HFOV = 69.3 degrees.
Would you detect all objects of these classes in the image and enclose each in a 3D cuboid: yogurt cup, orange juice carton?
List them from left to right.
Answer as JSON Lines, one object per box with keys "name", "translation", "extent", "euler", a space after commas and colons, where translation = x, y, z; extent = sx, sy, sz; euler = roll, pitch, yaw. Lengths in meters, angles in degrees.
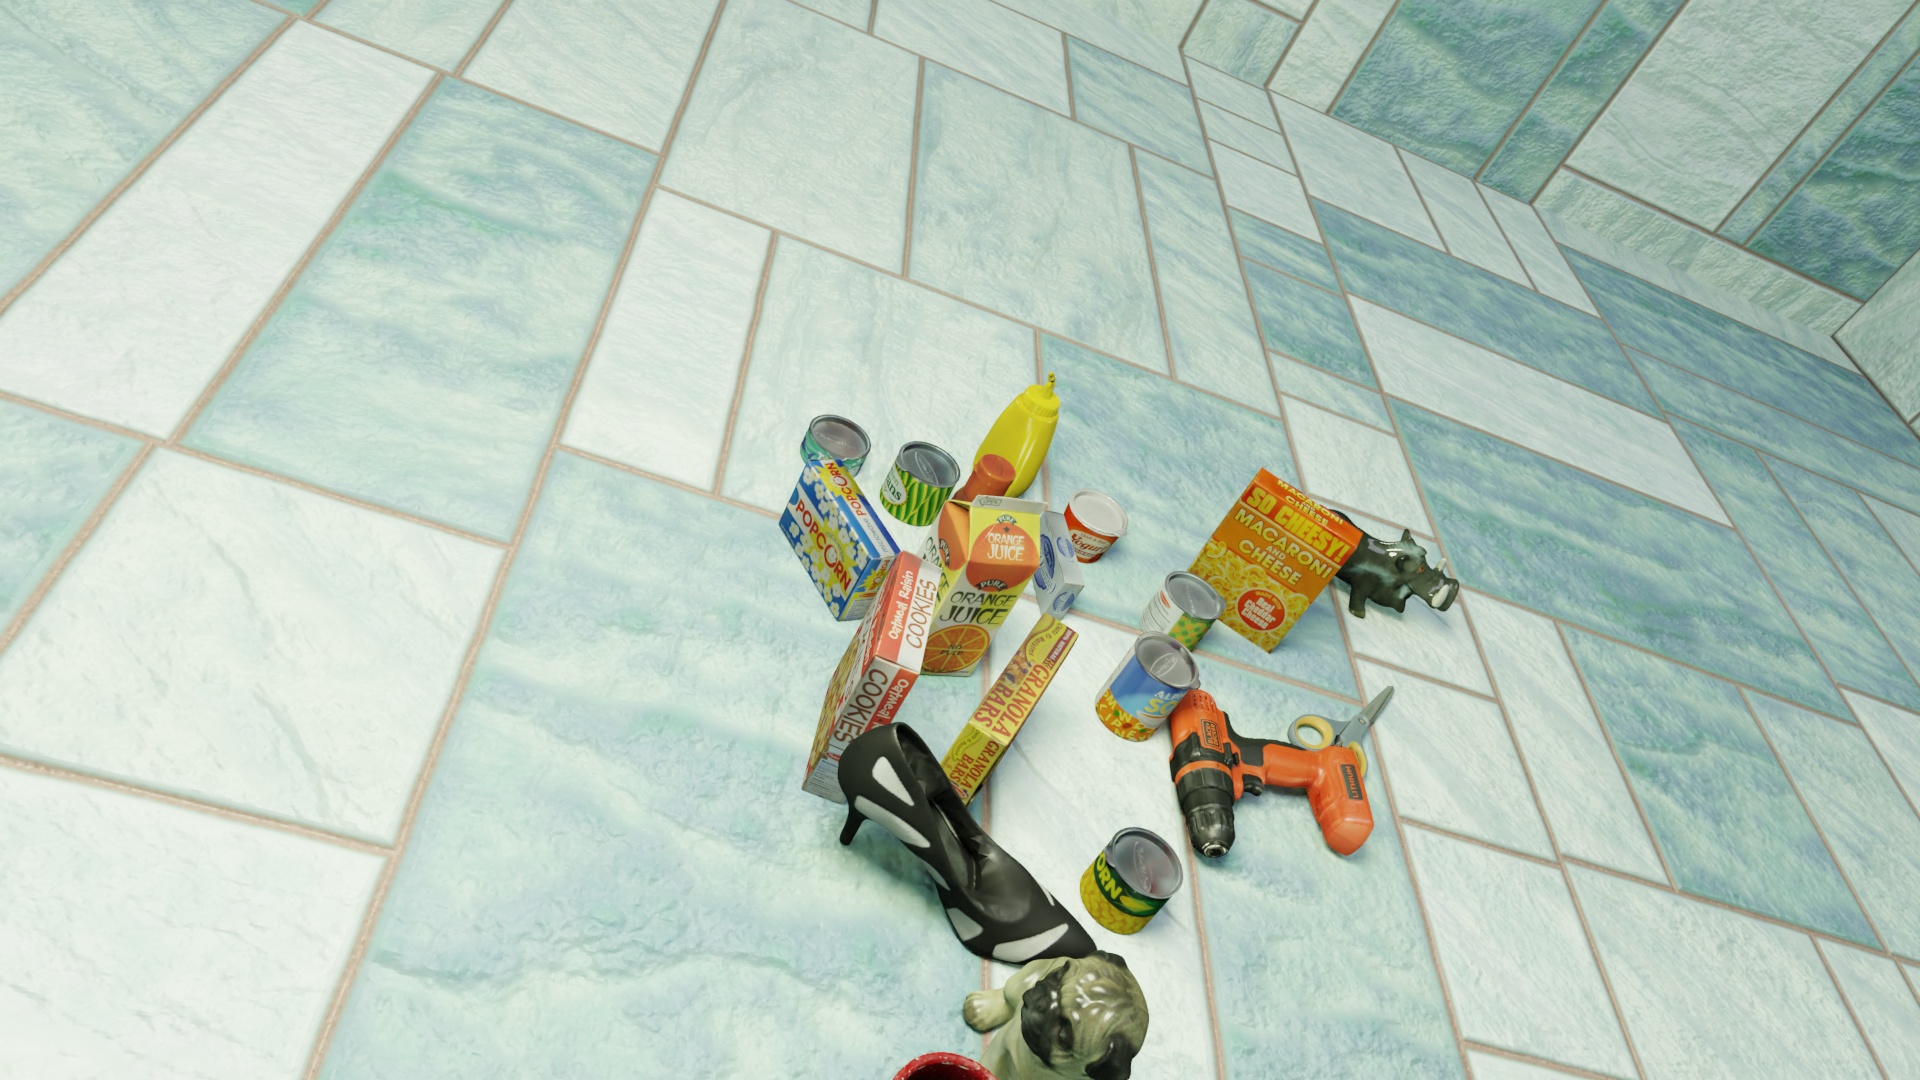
{"name": "orange juice carton", "translation": [0.006, 0.031, 1.212], "extent": [0.072, 0.191, 0.073], "euler": [6, 43, -28]}
{"name": "yogurt cup", "translation": [0.135, -0.013, 1.459], "extent": [0.072, 0.053, 0.073], "euler": [18, 39, -15]}

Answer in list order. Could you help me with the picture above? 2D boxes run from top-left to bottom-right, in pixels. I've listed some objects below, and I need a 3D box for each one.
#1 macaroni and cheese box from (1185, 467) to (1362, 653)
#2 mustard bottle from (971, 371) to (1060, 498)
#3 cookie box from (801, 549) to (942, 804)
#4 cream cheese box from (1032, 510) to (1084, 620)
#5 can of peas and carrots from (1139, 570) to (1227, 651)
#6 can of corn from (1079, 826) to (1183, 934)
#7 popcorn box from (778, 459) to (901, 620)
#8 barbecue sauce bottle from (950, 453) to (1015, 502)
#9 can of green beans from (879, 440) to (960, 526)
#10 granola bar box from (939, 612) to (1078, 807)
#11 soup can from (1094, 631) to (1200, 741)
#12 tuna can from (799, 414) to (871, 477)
{"name": "macaroni and cheese box", "translation": [0.318, 0.022, 1.446], "extent": [0.124, 0.165, 0.040], "euler": [34, 37, 5]}
{"name": "mustard bottle", "translation": [0.067, -0.112, 1.440], "extent": [0.049, 0.159, 0.065], "euler": [-18, 57, -44]}
{"name": "cookie box", "translation": [-0.071, 0.108, 1.095], "extent": [0.040, 0.166, 0.123], "euler": [23, 38, -9]}
{"name": "cream cheese box", "translation": [0.093, 0.025, 1.389], "extent": [0.024, 0.053, 0.104], "euler": [12, 41, -22]}
{"name": "can of peas and carrots", "translation": [0.226, 0.075, 1.414], "extent": [0.071, 0.058, 0.071], "euler": [18, 39, -15]}
{"name": "can of corn", "translation": [0.135, 0.276, 1.126], "extent": [0.071, 0.058, 0.071], "euler": [18, 39, -15]}
{"name": "popcorn box", "translation": [-0.111, -0.001, 1.261], "extent": [0.038, 0.084, 0.127], "euler": [-7, 51, -39]}
{"name": "barbecue sauce bottle", "translation": [0.005, -0.016, 1.301], "extent": [0.044, 0.147, 0.065], "euler": [18, 39, -15]}
{"name": "can of green beans", "translation": [-0.041, -0.057, 1.391], "extent": [0.071, 0.057, 0.071], "euler": [18, 39, -15]}
{"name": "granola bar box", "translation": [0.030, 0.150, 1.148], "extent": [0.039, 0.123, 0.166], "euler": [34, 37, 5]}
{"name": "soup can", "translation": [0.173, 0.138, 1.287], "extent": [0.071, 0.083, 0.072], "euler": [18, 39, -15]}
{"name": "tuna can", "translation": [-0.126, -0.092, 1.397], "extent": [0.071, 0.032, 0.071], "euler": [18, 39, -15]}
